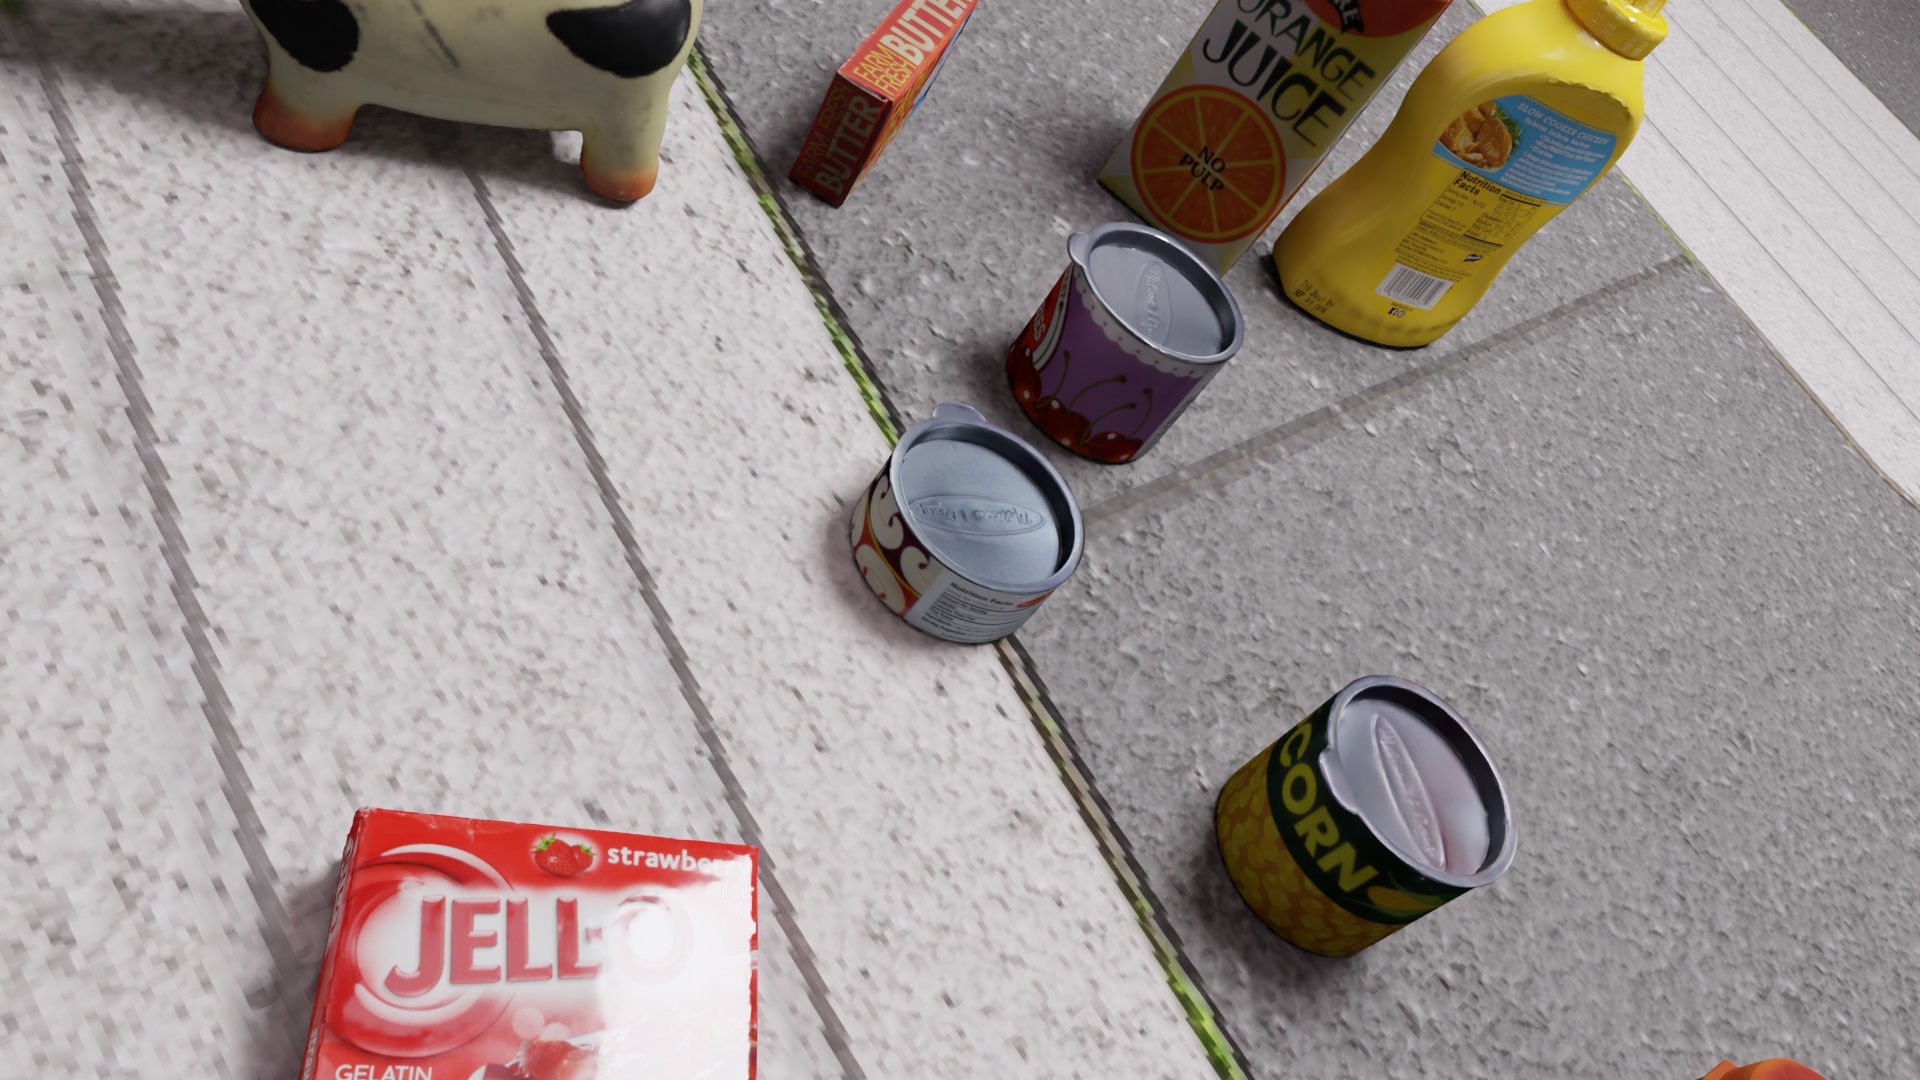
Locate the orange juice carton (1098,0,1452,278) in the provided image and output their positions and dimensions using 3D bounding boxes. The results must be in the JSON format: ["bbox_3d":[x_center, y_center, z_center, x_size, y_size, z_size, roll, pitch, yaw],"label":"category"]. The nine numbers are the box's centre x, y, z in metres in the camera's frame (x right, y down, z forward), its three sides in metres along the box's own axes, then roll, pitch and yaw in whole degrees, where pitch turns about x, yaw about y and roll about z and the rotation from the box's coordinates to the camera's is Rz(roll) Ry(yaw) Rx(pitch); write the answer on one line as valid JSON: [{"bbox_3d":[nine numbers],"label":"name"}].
[{"bbox_3d":[0.144,-0.207,0.569,0.073,0.191,0.072,40,44,2],"label":"orange juice carton"}]

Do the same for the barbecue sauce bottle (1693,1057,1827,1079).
[{"bbox_3d":[0.121,0.150,0.297,0.065,0.147,0.044,-11,62,-37],"label":"barbecue sauce bottle"}]

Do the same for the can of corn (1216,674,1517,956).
[{"bbox_3d":[0.117,0.083,0.413,0.071,0.058,0.071,17,48,-20],"label":"can of corn"}]

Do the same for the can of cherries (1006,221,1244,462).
[{"bbox_3d":[0.056,-0.072,0.500,0.071,0.058,0.072,17,48,-20],"label":"can of cherries"}]

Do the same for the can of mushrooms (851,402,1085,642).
[{"bbox_3d":[0.002,-0.005,0.430,0.071,0.033,0.071,17,48,-20],"label":"can of mushrooms"}]

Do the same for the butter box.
[{"bbox_3d":[-0.028,-0.175,0.534,0.024,0.053,0.104,32,45,-6],"label":"butter box"}]
